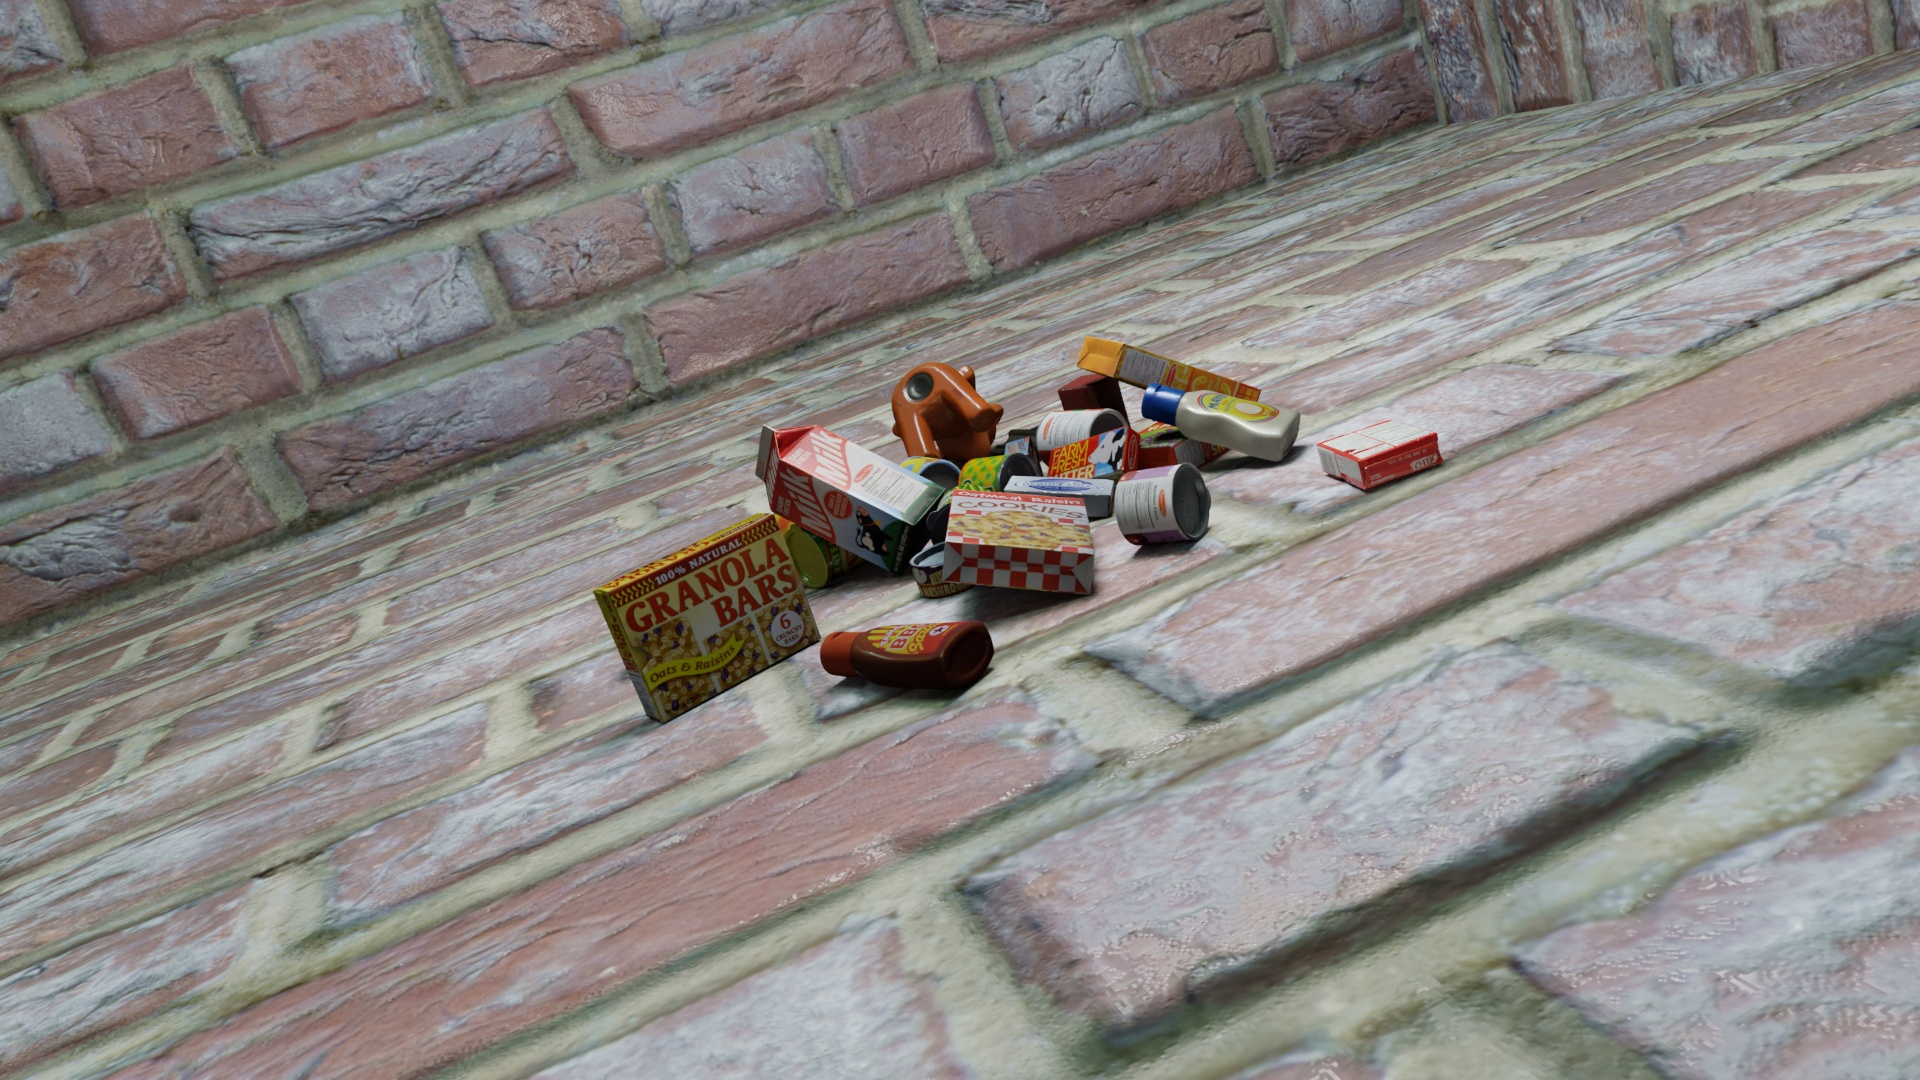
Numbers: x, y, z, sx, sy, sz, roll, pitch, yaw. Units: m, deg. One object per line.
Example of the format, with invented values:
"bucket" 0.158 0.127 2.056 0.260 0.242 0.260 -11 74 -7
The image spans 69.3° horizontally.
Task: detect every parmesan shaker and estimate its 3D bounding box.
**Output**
"parmesan shaker" -0.122 -0.005 1.429 0.103 0.071 0.071 -31 20 -37

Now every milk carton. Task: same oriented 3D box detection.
"milk carton" -0.120 -0.049 1.377 0.191 0.072 0.074 27 42 11

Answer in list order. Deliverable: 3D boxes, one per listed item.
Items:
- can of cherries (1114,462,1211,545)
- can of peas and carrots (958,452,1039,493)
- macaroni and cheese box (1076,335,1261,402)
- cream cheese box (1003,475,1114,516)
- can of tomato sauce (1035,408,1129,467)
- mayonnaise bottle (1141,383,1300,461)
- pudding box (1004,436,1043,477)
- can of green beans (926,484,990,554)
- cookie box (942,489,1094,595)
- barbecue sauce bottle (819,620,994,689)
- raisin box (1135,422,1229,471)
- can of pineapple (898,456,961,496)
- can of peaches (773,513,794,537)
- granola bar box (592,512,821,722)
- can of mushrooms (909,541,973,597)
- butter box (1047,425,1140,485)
"can of cherries" 0.175 -0.030 1.195 0.058 0.071 0.072 -8 19 37
"can of peas and carrots" 0.039 -0.053 1.423 0.058 0.070 0.071 -5 20 42
"macaroni and cheese box" 0.225 -0.177 1.515 0.166 0.040 0.124 16 8 -17
"cream cheese box" 0.096 -0.043 1.351 0.104 0.024 0.053 3 18 9
"can of tomato sauce" 0.135 -0.108 1.503 0.071 0.071 0.083 -29 19 -33
"mayonnaise bottle" 0.250 -0.119 1.349 0.148 0.041 0.065 18 38 24
"pudding box" 0.069 -0.077 1.499 0.030 0.049 0.084 -18 15 10
"can of green beans" 0.007 -0.015 1.329 0.071 0.071 0.058 -16 15 10
"cookie box" 0.050 -0.001 1.210 0.123 0.040 0.168 5 17 0
"barbecue sauce bottle" -0.048 0.089 1.081 0.148 0.043 0.065 -4 22 43
"raisin box" 0.225 -0.101 1.422 0.124 0.040 0.086 -30 18 -37
"can of pineapple" -0.035 -0.060 1.521 0.071 0.070 0.058 -26 18 -24
"can of peaches" -0.166 -0.005 1.495 0.071 0.071 0.058 -30 19 -35
"granola bar box" -0.216 0.064 1.206 0.166 0.124 0.039 -28 17 -29
"can of mushrooms" -0.011 0.025 1.273 0.071 0.033 0.071 -16 16 5
"butter box" 0.132 -0.077 1.399 0.103 0.024 0.053 -15 54 43
